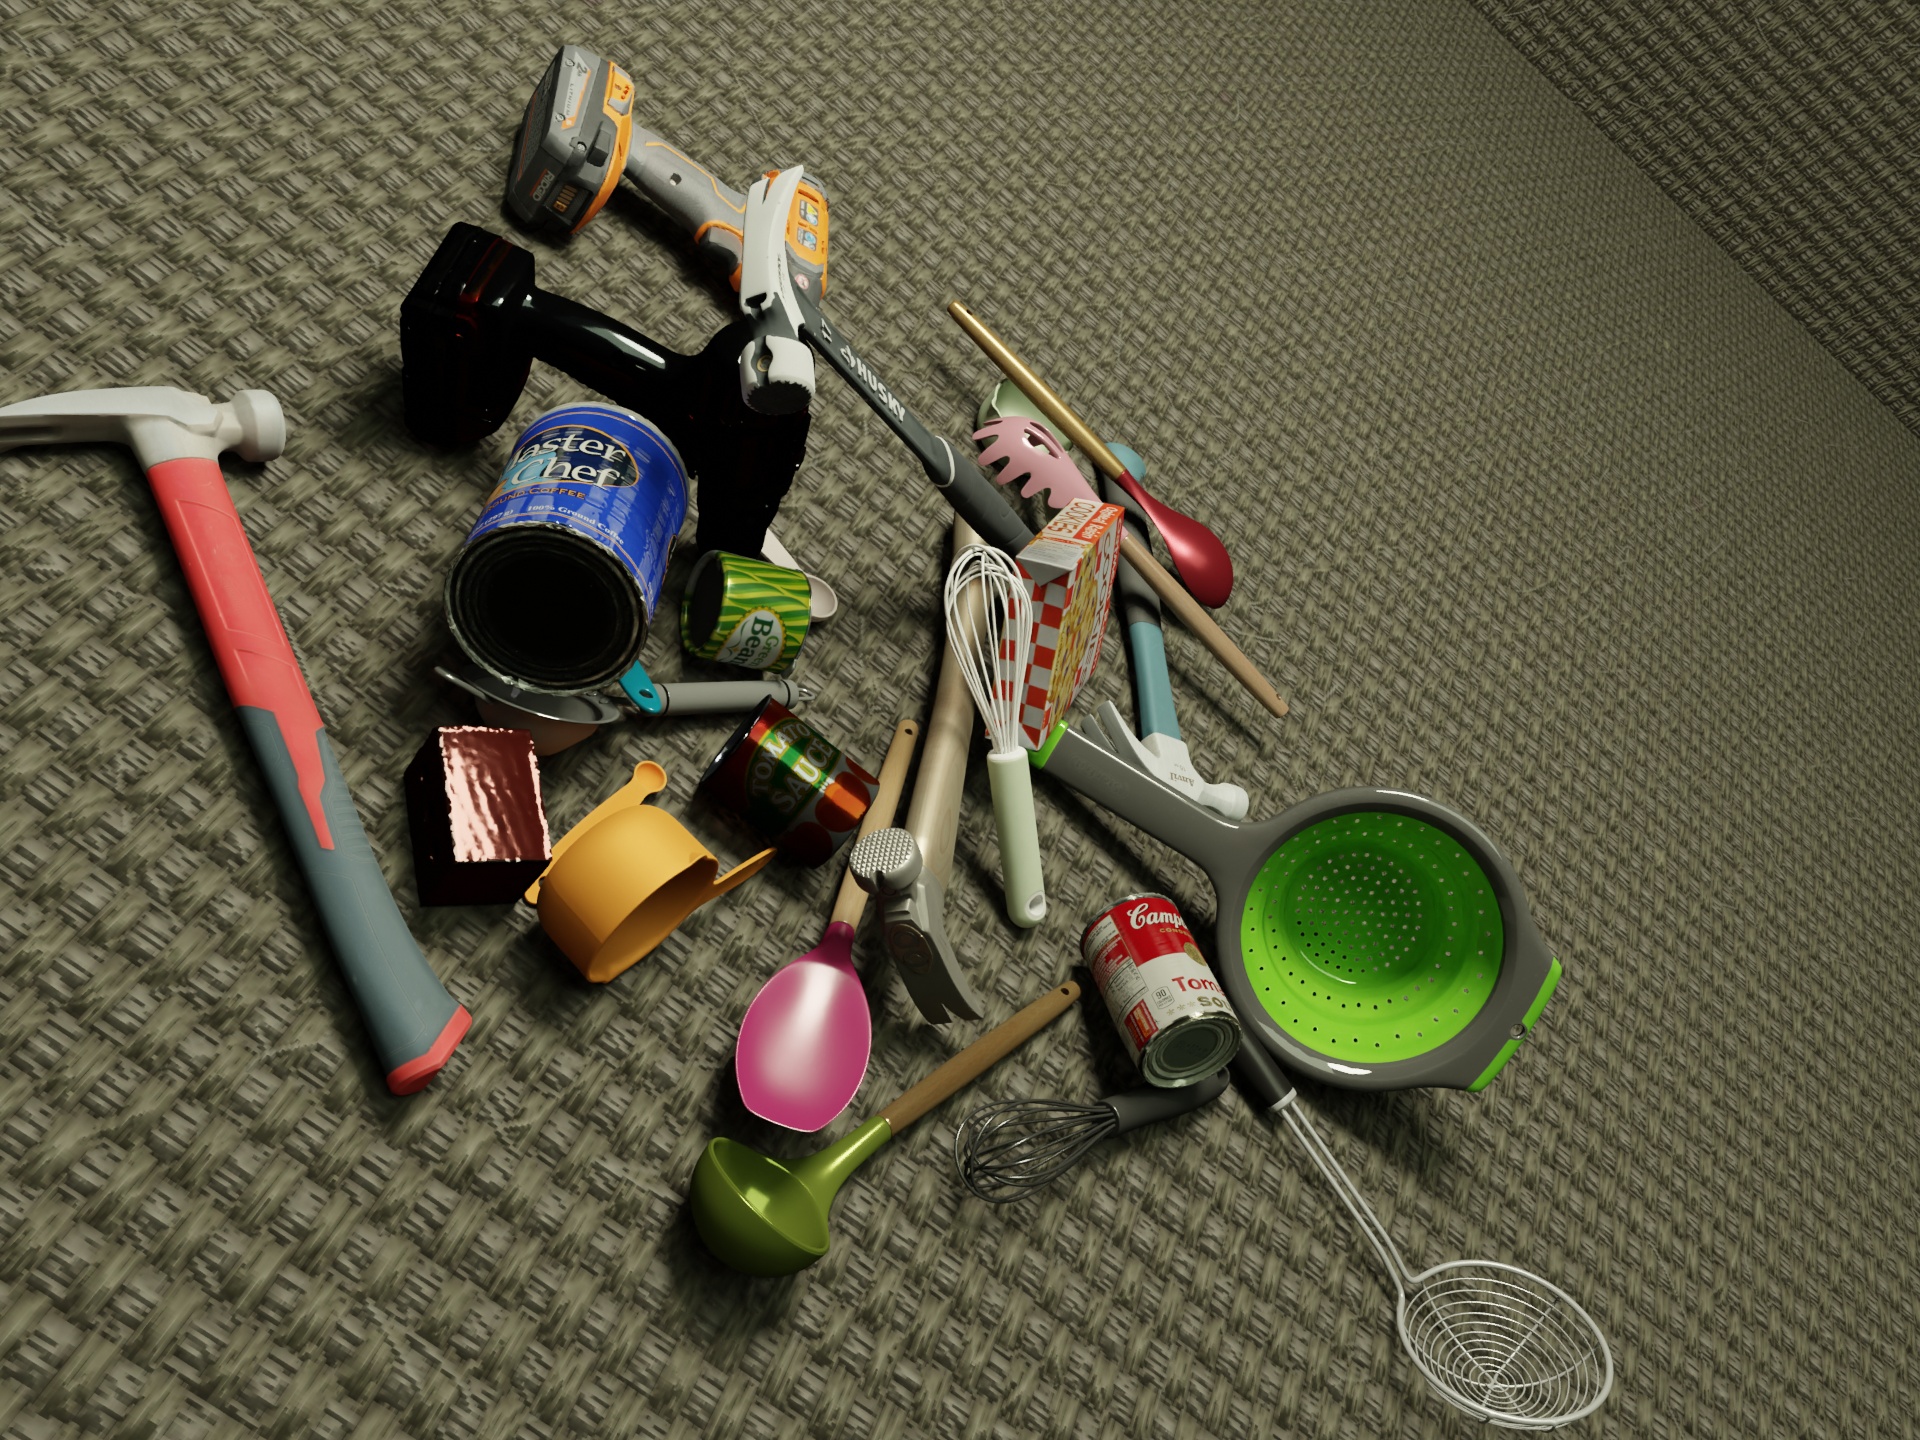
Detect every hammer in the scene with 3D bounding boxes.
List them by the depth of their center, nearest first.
[{"bbox_3d":[-0.343,0.003,0.767,0.143,0.038,0.386,-14,70,-42],"label":"hammer"},{"bbox_3d":[-0.023,-0.170,0.962,0.408,0.036,0.149,37,43,-61],"label":"hammer"},{"bbox_3d":[-0.002,-0.003,1.019,0.411,0.038,0.146,-81,157,-47],"label":"hammer"},{"bbox_3d":[0.140,-0.079,1.213,0.128,0.033,0.331,18,51,-30],"label":"hammer"}]

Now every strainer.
[{"bbox_3d":[-0.181,-0.009,0.903,0.258,0.050,0.087,-4,25,-46],"label":"strainer"}]

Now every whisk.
[{"bbox_3d":[0.085,0.233,0.943,0.239,0.055,0.055,-4,64,-45],"label":"whisk"},{"bbox_3d":[0.026,0.013,0.969,0.058,0.059,0.246,-21,111,-38],"label":"whisk"}]

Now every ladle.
[{"bbox_3d":[-0.022,0.203,0.869,0.078,0.062,0.320,42,37,20],"label":"ladle"},{"bbox_3d":[0.105,-0.208,1.229,0.315,0.031,0.069,44,41,-7],"label":"ladle"}]

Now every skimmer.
[{"bbox_3d":[0.260,0.282,1.008,0.127,0.090,0.363,-28,79,-45],"label":"skimmer"}]

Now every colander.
[{"bbox_3d":[0.208,0.099,1.095,0.397,0.204,0.094,31,9,5],"label":"colander"}]

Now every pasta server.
[{"bbox_3d":[0.133,-0.112,1.189,0.316,0.040,0.060,45,43,-11],"label":"pasta server"}]

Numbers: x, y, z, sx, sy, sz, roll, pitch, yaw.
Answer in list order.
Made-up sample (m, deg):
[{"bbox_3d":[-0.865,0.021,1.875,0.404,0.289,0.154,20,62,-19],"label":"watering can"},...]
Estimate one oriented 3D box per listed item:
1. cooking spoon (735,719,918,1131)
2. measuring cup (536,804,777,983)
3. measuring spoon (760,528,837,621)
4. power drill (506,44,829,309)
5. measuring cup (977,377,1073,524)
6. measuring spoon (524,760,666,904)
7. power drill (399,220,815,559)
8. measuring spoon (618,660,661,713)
[{"bbox_3d":[-0.062,0.102,0.908,0.068,0.017,0.319,21,40,-4],"label":"cooking spoon"},{"bbox_3d":[-0.156,0.077,0.847,0.052,0.095,0.173,43,22,10],"label":"measuring cup"},{"bbox_3d":[-0.128,-0.109,1.039,0.124,0.018,0.034,48,43,10],"label":"measuring spoon"},{"bbox_3d":[-0.193,-0.352,1.110,0.226,0.084,0.164,21,50,-31],"label":"power drill"},{"bbox_3d":[0.055,-0.187,1.220,0.083,0.038,0.168,9,58,-34],"label":"measuring cup"},{"bbox_3d":[-0.199,0.061,0.864,0.021,0.011,0.117,43,47,-5],"label":"measuring spoon"},{"bbox_3d":[-0.203,-0.178,0.936,0.226,0.187,0.080,18,54,-5],"label":"power drill"},{"bbox_3d":[-0.191,-0.047,0.897,0.042,0.021,0.129,9,29,-38],"label":"measuring spoon"}]
